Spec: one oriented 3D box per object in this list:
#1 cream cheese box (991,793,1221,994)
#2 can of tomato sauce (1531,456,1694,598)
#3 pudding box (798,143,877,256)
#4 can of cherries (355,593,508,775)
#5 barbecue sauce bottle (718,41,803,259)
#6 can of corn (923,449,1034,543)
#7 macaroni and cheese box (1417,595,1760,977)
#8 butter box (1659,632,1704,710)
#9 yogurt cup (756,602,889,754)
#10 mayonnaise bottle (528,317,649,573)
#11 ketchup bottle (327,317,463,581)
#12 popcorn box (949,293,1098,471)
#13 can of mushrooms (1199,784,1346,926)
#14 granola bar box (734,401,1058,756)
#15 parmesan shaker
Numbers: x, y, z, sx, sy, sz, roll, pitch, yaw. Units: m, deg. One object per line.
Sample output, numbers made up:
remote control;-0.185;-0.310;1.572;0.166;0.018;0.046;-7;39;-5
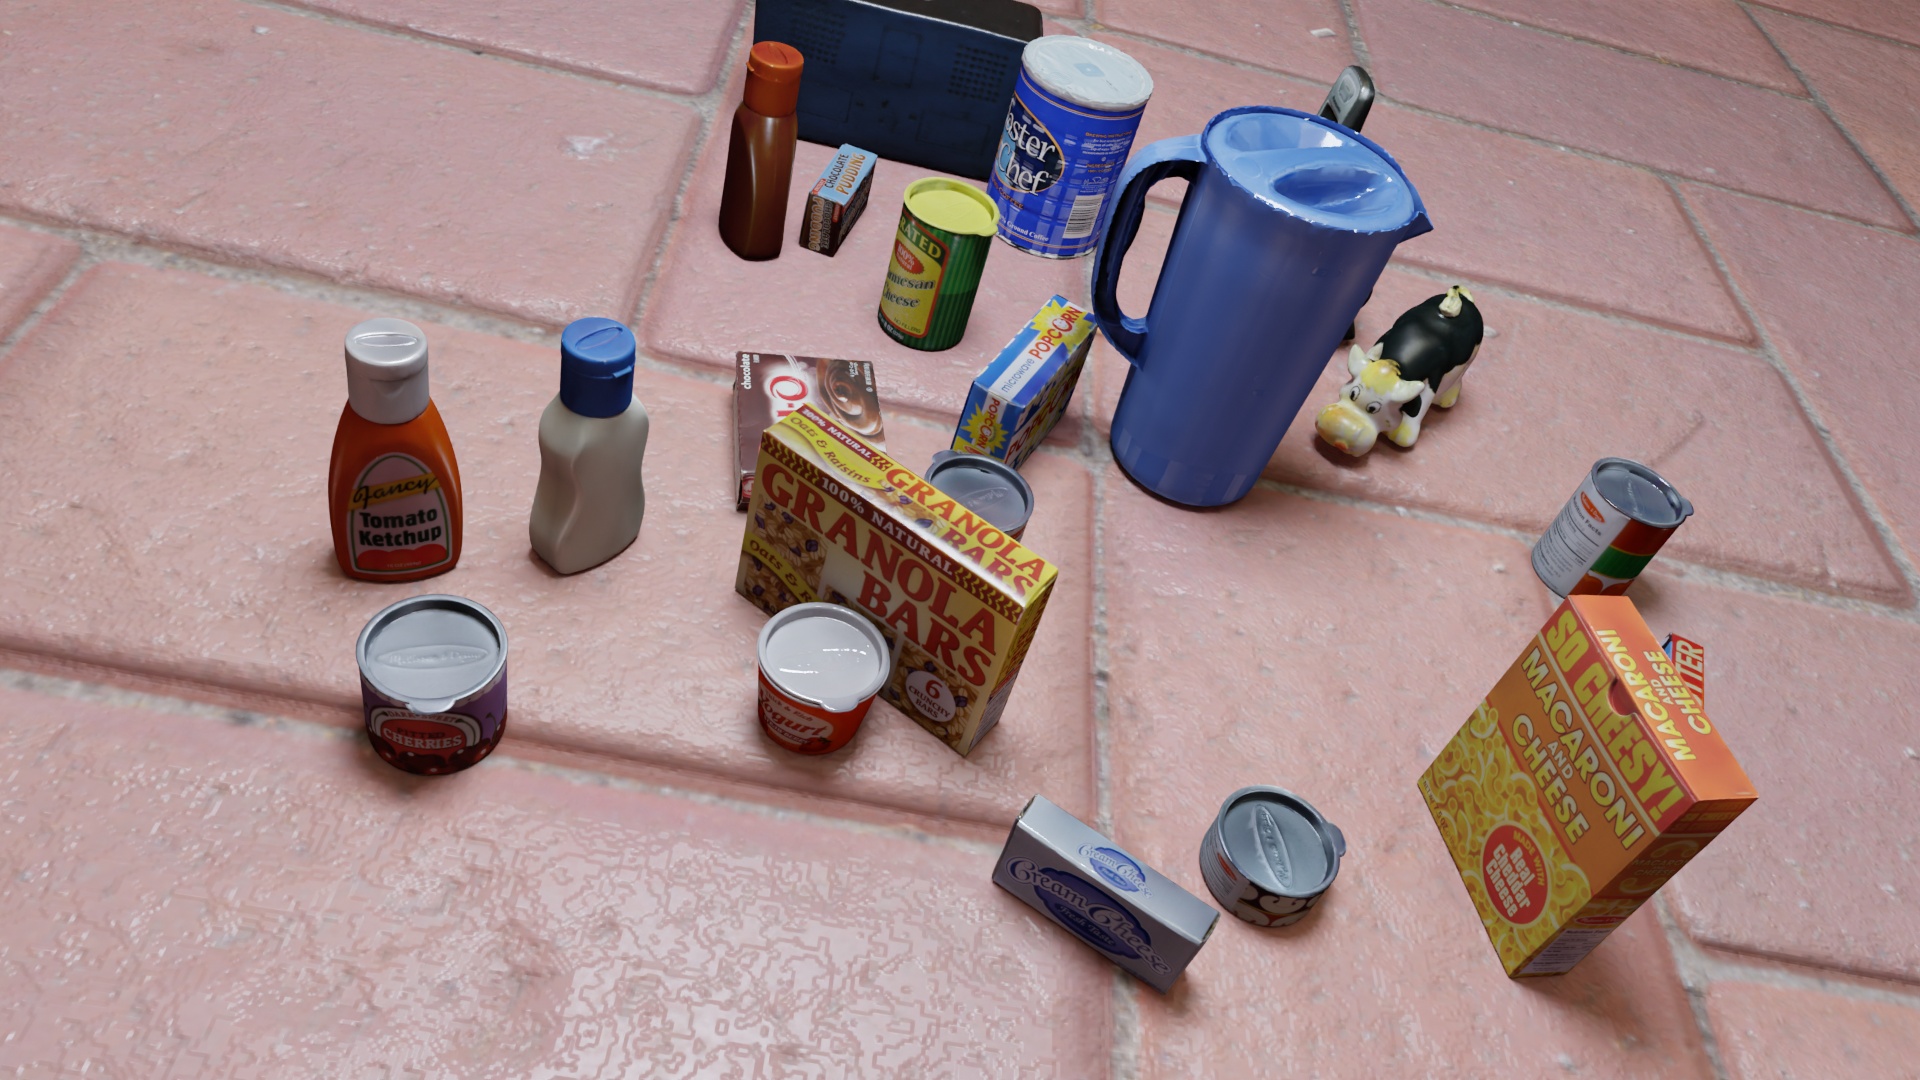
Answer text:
cream cheese box;0.068;0.171;0.668;0.104;0.053;0.024;32;45;14
can of tomato sauce;0.443;-0.004;0.948;0.071;0.082;0.071;9;44;-9
pudding box;-0.092;-0.259;1.053;0.030;0.049;0.084;20;43;2
can of cherries;-0.251;0.071;0.661;0.071;0.058;0.072;9;44;-9
barbecue sauce bottle;-0.140;-0.276;0.983;0.044;0.147;0.065;-10;50;-27
can of corn;0.003;-0.010;0.827;0.071;0.058;0.071;9;44;-9
macaroni and cheese box;0.310;0.128;0.710;0.040;0.165;0.124;2;46;-17
butter box;0.430;0.109;0.851;0.024;0.052;0.104;26;44;8
yogurt cup;-0.074;0.074;0.719;0.072;0.053;0.073;9;44;-9
mayonnaise bottle;-0.195;-0.050;0.736;0.041;0.147;0.065;38;47;20
ketchup bottle;-0.286;-0.044;0.699;0.065;0.148;0.044;-6;48;-23
popcorn box;0.040;-0.093;0.903;0.038;0.084;0.127;28;44;11
can of mushrooms;0.162;0.164;0.721;0.071;0.033;0.071;9;44;-9
granola bar box;-0.038;0.021;0.734;0.166;0.123;0.039;34;45;16
parmesan shaker;-0.015;-0.190;0.970;0.071;0.102;0.072;9;44;-9
